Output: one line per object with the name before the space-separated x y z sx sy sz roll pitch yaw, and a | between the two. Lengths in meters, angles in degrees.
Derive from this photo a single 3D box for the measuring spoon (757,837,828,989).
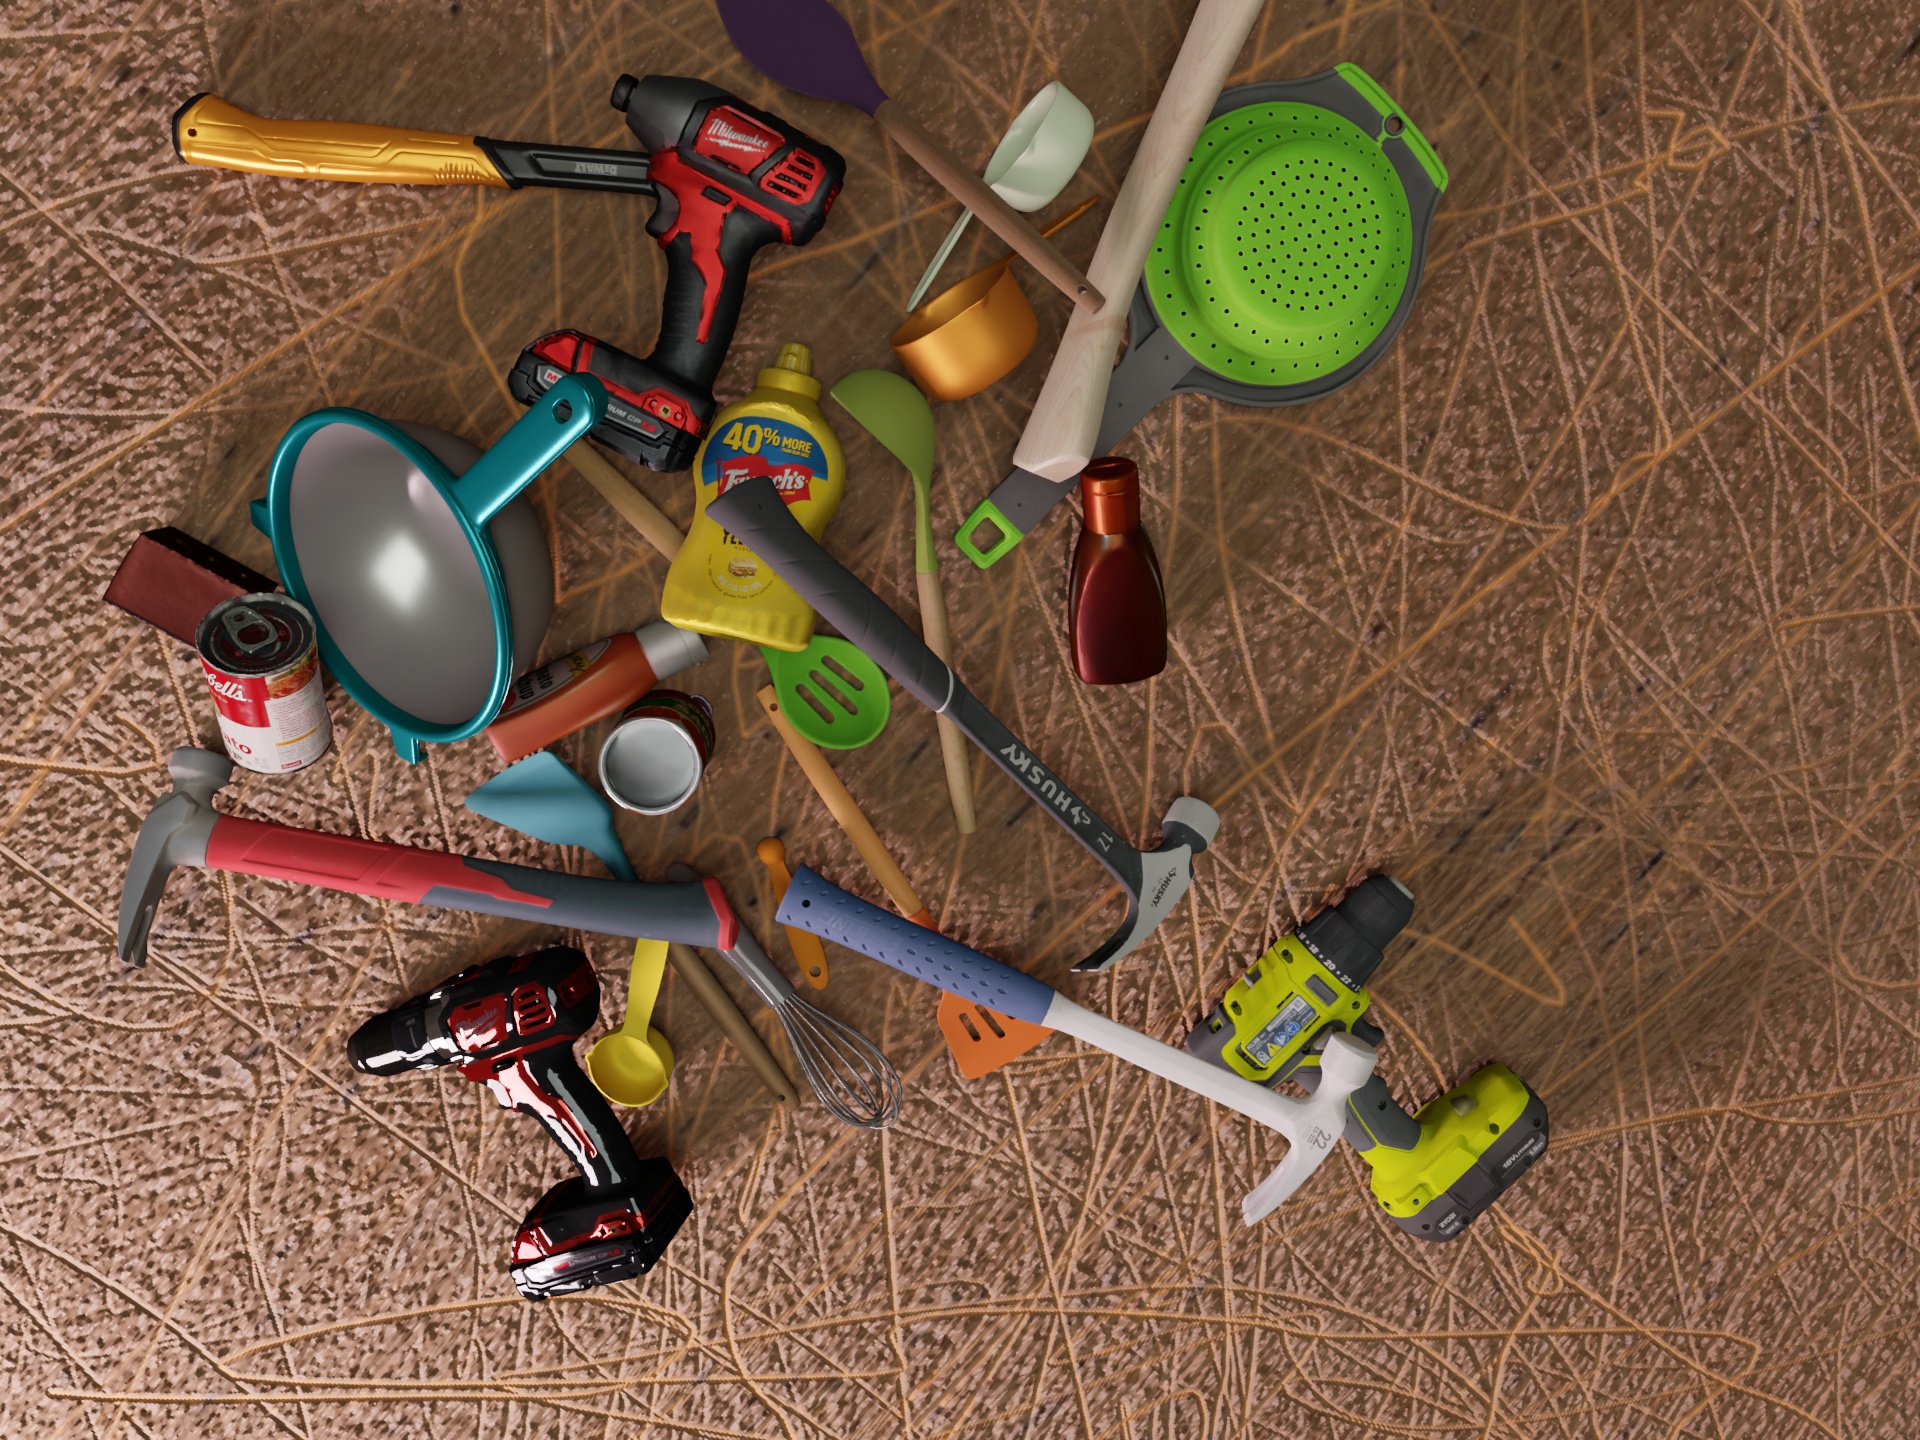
measuring spoon | -0.115 0.136 1.105 0.021 0.011 0.117 -18 102 1

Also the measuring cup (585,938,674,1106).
measuring cup | -0.215 0.192 1.090 0.062 0.029 0.156 17 109 7

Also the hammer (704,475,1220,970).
hammer | -0.002 -0.003 1.008 0.408 0.036 0.149 43 63 -18

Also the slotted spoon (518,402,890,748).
slotted spoon | -0.168 -0.099 1.046 0.313 0.031 0.070 44 90 -9

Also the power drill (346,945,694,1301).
power drill | -0.301 0.273 1.081 0.188 0.080 0.226 -19 100 18

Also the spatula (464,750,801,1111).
spatula | -0.207 0.153 1.087 0.082 0.044 0.317 -29 105 23

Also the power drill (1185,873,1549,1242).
power drill | 0.299 0.236 1.120 0.228 0.080 0.190 42 97 -8

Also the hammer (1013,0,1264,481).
hammer | 0.117 -0.344 0.959 0.038 0.146 0.410 11 105 -49

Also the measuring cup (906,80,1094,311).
measuring cup | 0.025 -0.318 0.998 0.038 0.083 0.167 29 115 -20

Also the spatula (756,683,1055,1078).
spatula | -0.045 0.111 1.100 0.081 0.041 0.322 -33 98 5

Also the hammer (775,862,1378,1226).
hammer | 0.066 0.203 1.070 0.405 0.035 0.144 24 99 -1

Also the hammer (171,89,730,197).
hammer | -0.310 -0.338 0.983 0.337 0.034 0.127 4 100 -4

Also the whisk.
whisk | -0.123 0.190 1.099 0.055 0.055 0.239 -39 97 5

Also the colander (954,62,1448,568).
colander | 0.147 -0.241 0.999 0.397 0.094 0.204 -45 101 6

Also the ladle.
ladle | -0.030 -0.071 1.047 0.062 0.078 0.320 -10 109 -5

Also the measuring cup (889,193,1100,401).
measuring cup | 0.036 -0.265 1.005 0.173 0.095 0.052 -41 114 -15

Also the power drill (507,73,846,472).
power drill | -0.176 -0.270 0.949 0.143 0.078 0.219 27 95 -8

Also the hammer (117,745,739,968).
hammer | -0.337 0.117 1.022 0.386 0.038 0.143 10 72 1

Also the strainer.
strainer | -0.279 -0.122 0.940 0.340 0.095 0.211 -28 95 41

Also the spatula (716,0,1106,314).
spatula | -0.031 -0.352 0.962 0.316 0.018 0.060 44 99 8
